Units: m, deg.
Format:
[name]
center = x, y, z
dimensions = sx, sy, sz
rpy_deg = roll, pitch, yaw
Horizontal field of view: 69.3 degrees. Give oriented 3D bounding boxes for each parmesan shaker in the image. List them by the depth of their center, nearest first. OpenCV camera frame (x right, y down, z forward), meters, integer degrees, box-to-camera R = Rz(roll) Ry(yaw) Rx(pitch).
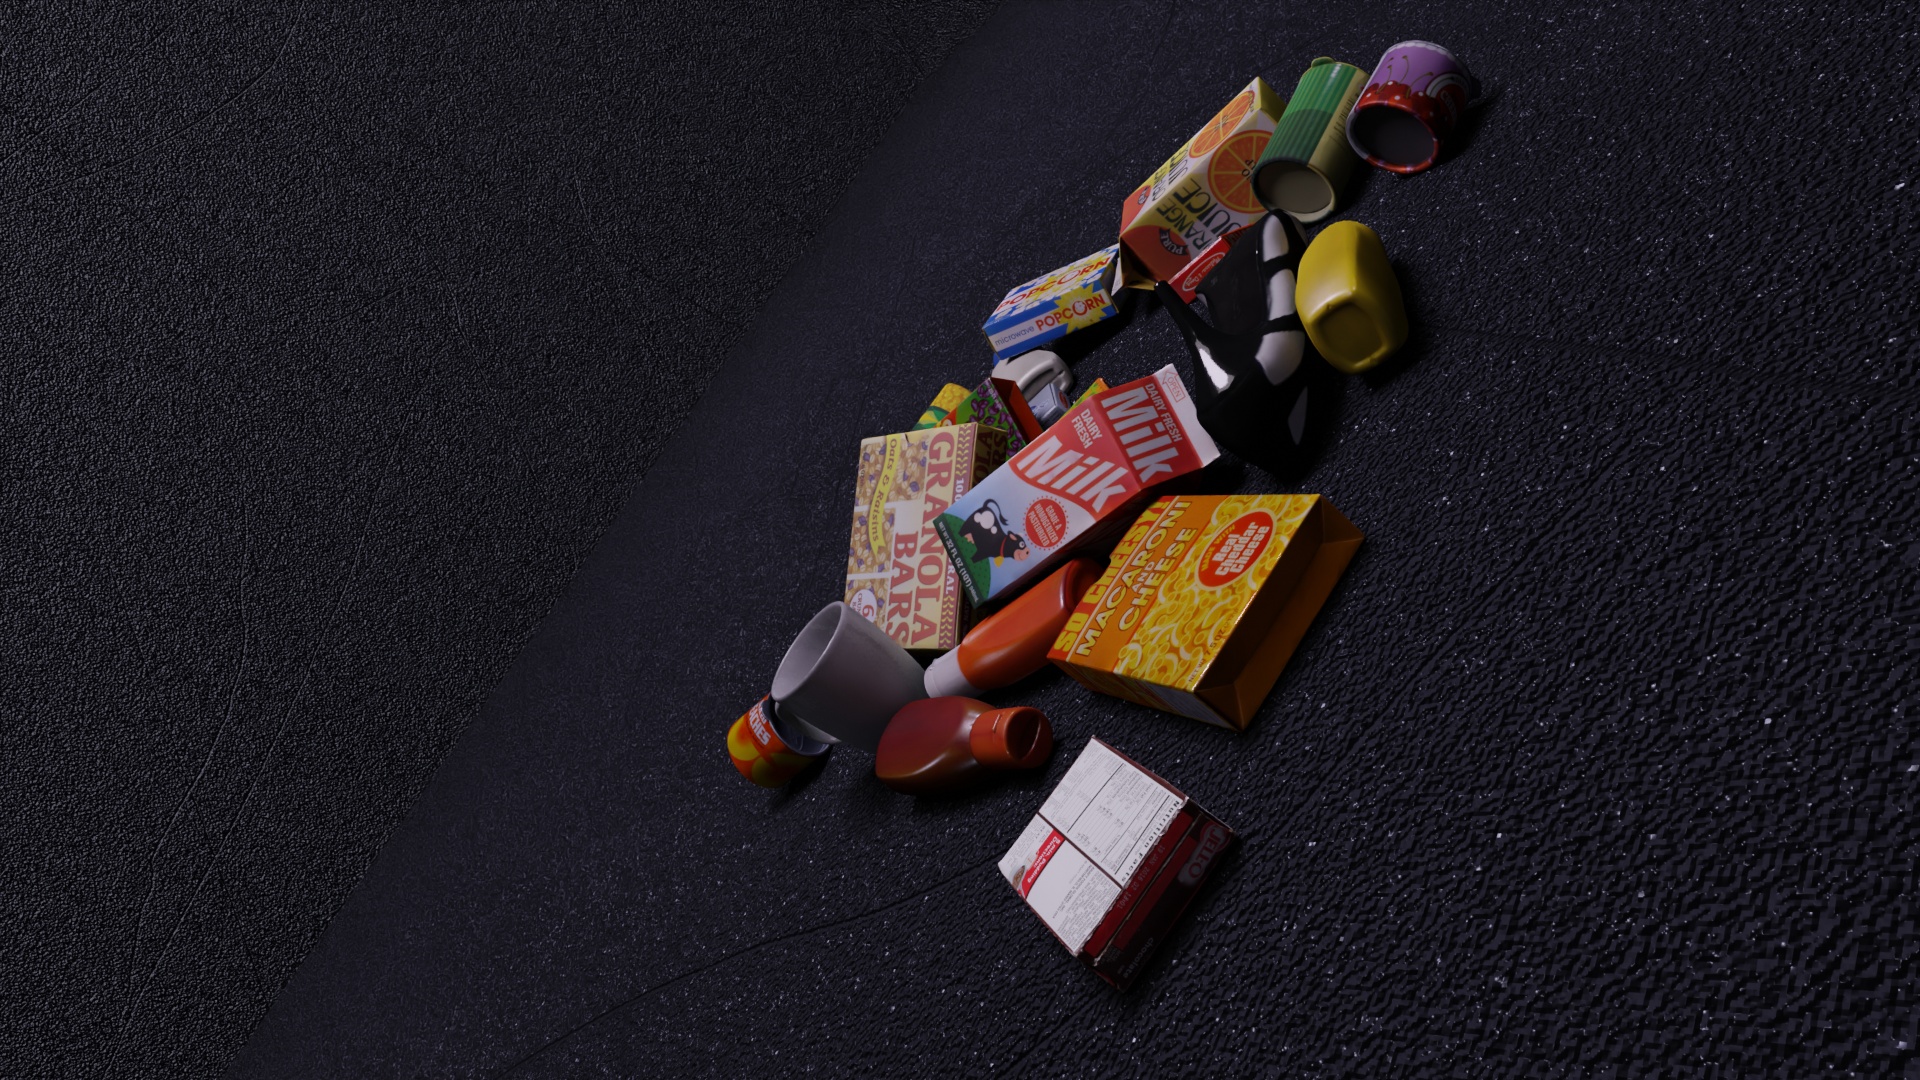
[parmesan shaker]
center = 0.259, -0.292, 1.016
dimensions = 0.071, 0.071, 0.103
rpy_deg = -18, 38, 58

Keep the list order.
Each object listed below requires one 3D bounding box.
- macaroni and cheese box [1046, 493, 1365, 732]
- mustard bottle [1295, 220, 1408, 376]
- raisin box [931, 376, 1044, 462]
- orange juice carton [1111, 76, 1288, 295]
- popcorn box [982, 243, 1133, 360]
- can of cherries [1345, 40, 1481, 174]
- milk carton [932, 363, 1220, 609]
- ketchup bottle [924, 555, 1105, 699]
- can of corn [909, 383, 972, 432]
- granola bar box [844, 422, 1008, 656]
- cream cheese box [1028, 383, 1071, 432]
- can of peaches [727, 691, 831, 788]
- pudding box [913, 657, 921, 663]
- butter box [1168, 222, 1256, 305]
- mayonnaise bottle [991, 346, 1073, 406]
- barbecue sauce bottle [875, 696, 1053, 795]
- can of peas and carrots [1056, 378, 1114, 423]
[macaroni and cheese box]
center = 0.128, 0.032, 0.765
dimensions = 0.124, 0.040, 0.166
rpy_deg = -54, 19, -12
[mustard bottle]
center = 0.236, -0.158, 0.844
dimensions = 0.048, 0.065, 0.161
rpy_deg = -34, 19, 29
[raisin box]
center = 0.012, -0.063, 1.140
dimensions = 0.123, 0.086, 0.040
rpy_deg = -39, -21, 32
[orange juice carton]
center = 0.194, -0.275, 1.132
dimensions = 0.192, 0.073, 0.072
rpy_deg = -39, 22, 32
[popcorn box]
center = 0.090, -0.214, 1.243
dimensions = 0.126, 0.038, 0.085
rpy_deg = -18, 24, 32
[can of cherries]
center = 0.301, -0.287, 0.925
dimensions = 0.058, 0.071, 0.071
rpy_deg = -58, 20, -19
[milk carton]
center = 0.080, -0.032, 0.901
dimensions = 0.190, 0.073, 0.072
rpy_deg = -37, 68, 32
[ketchup bottle]
center = 0.035, 0.066, 0.910
dimensions = 0.148, 0.043, 0.065
rpy_deg = -36, 17, 38
[can of corn]
center = -0.005, -0.103, 1.276
dimensions = 0.058, 0.071, 0.071
rpy_deg = -54, 19, -11
[granola bar box]
center = -0.028, 0.001, 1.024
dimensions = 0.124, 0.039, 0.166
rpy_deg = -5, 76, 44
[cream cheese box]
center = 0.051, -0.083, 1.178
dimensions = 0.103, 0.024, 0.053
rpy_deg = -45, 19, 17
[can of peaches]
center = -0.147, 0.157, 1.116
dimensions = 0.058, 0.071, 0.071
rpy_deg = -41, 21, 32
[pudding box]
center = -0.055, 0.092, 1.091
dimensions = 0.049, 0.030, 0.084
rpy_deg = -28, 29, 47
[butter box]
center = 0.192, -0.204, 1.020
dimensions = 0.053, 0.024, 0.104
rpy_deg = -40, -3, 32
[mayonnaise bottle]
center = 0.059, -0.151, 1.264
dimensions = 0.064, 0.041, 0.148
rpy_deg = -41, 19, 7
[barbecue sauce bottle]
center = 0.002, 0.127, 0.874
dimensions = 0.148, 0.043, 0.065
rpy_deg = -18, 41, 57
[can of peas and carrots]
center = 0.102, -0.071, 0.977
dimensions = 0.058, 0.071, 0.071
rpy_deg = -47, 19, 12
